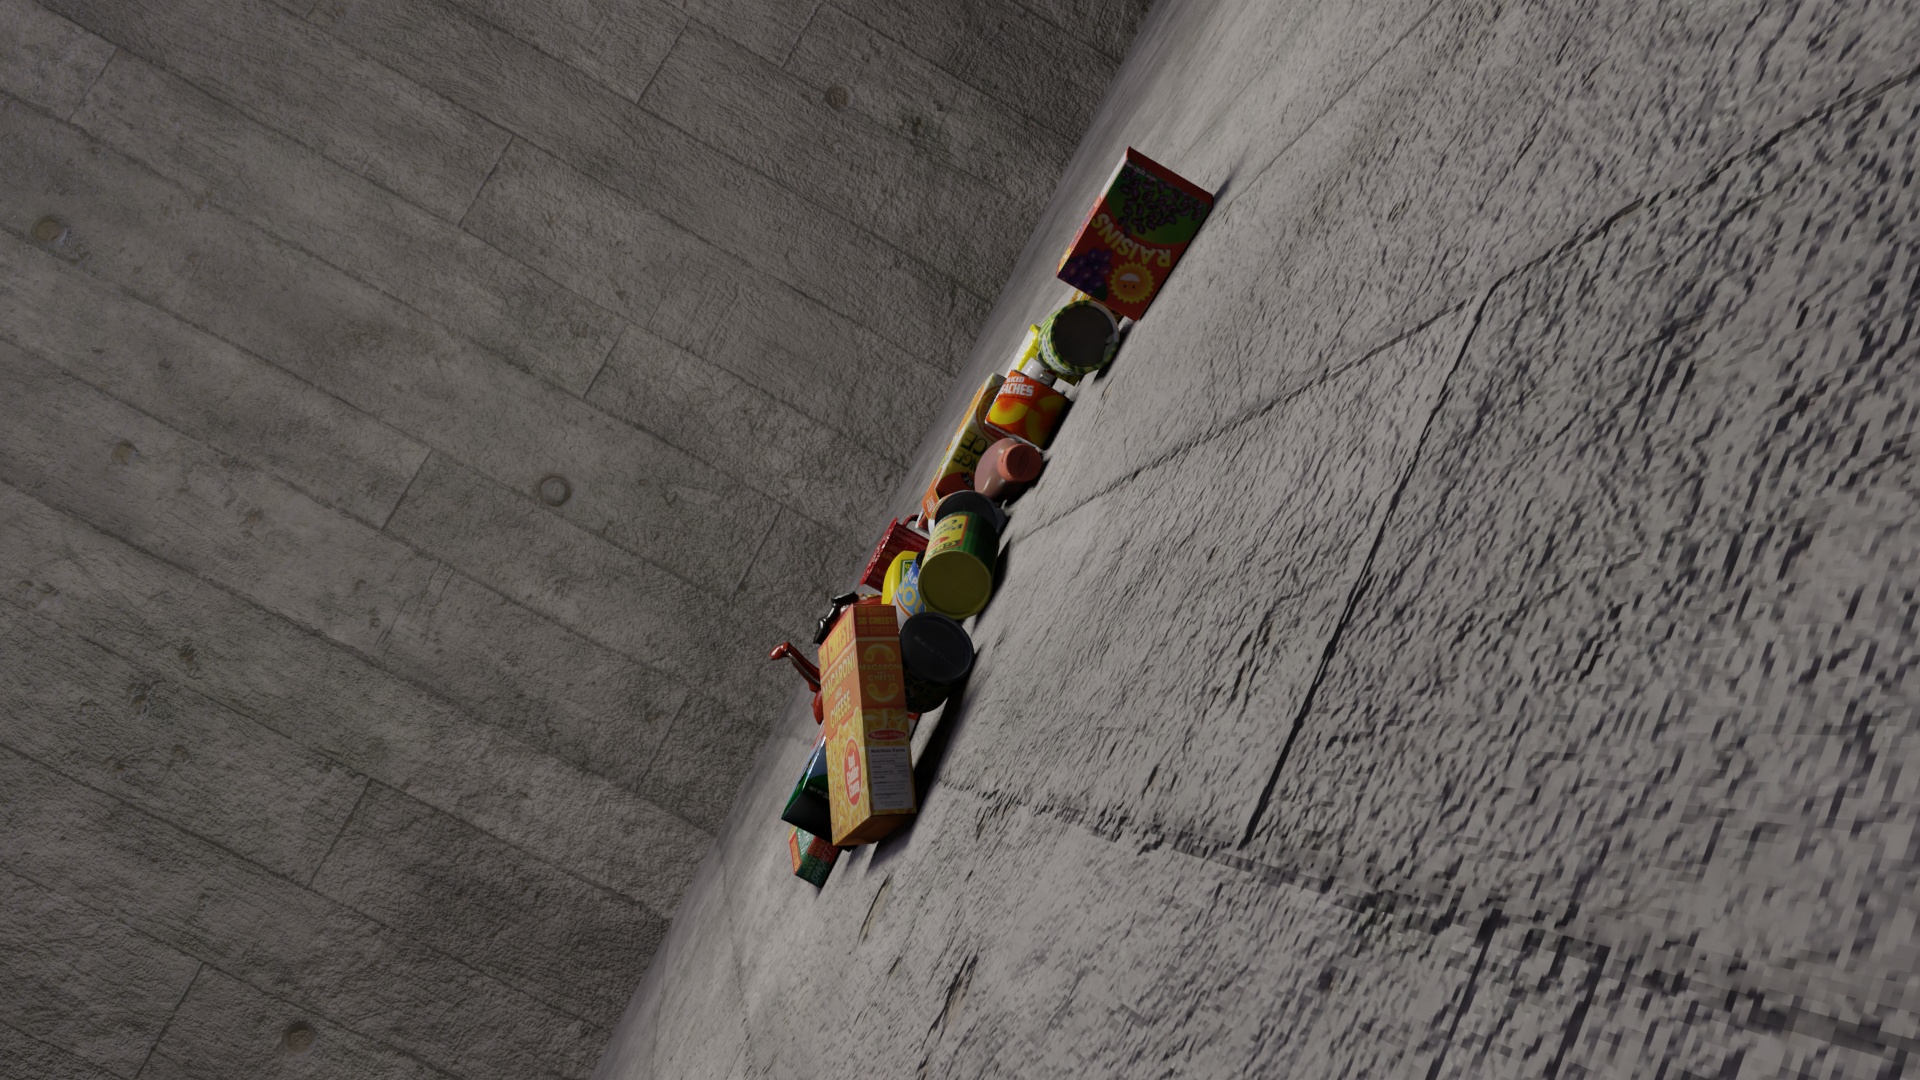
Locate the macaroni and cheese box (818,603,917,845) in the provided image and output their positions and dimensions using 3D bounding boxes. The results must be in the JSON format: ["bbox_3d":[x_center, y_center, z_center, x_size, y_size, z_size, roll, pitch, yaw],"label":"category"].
[{"bbox_3d":[-0.076,0.148,1.105,0.123,0.040,0.167,130,138,-61],"label":"macaroni and cheese box"}]

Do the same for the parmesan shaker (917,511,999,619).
[{"bbox_3d":[-0.002,0.023,1.262,0.071,0.071,0.103,-59,7,21],"label":"parmesan shaker"}]

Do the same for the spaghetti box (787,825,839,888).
[{"bbox_3d":[-0.150,0.303,1.413,0.050,0.029,0.250,-63,6,-7],"label":"spaghetti box"}]

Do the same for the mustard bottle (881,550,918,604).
[{"bbox_3d":[-0.055,0.072,1.522,0.161,0.065,0.048,-84,17,-59],"label":"mustard bottle"}]

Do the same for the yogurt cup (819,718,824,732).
[{"bbox_3d":[-0.101,0.188,1.370,0.072,0.072,0.054,-61,-2,10],"label":"yogurt cup"}]

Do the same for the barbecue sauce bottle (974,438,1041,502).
[{"bbox_3d":[0.048,-0.072,1.380,0.148,0.044,0.065,172,120,-82],"label":"barbecue sauce bottle"}]

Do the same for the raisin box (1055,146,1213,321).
[{"bbox_3d":[0.149,-0.264,1.201,0.122,0.086,0.040,-58,9,31],"label":"raisin box"}]

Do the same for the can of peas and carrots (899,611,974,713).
[{"bbox_3d":[-0.030,0.103,1.145,0.058,0.071,0.071,-56,8,49],"label":"can of peas and carrots"}]

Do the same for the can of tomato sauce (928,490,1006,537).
[{"bbox_3d":[0.005,-0.017,1.395,0.071,0.071,0.083,-62,6,-2],"label":"can of tomato sauce"}]

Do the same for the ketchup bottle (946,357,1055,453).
[{"bbox_3d":[0.051,-0.140,1.593,0.148,0.064,0.044,-52,29,8],"label":"ketchup bottle"}]

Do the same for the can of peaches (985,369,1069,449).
[{"bbox_3d":[0.064,-0.130,1.377,0.058,0.071,0.071,-62,6,3],"label":"can of peaches"}]

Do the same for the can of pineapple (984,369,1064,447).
[{"bbox_3d":[0.066,-0.140,1.457,0.071,0.058,0.071,-60,6,11],"label":"can of pineapple"}]

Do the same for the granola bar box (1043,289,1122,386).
[{"bbox_3d":[0.146,-0.250,1.382,0.164,0.039,0.125,-57,8,38],"label":"granola bar box"}]

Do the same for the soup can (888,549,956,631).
[{"bbox_3d":[-0.033,0.061,1.336,0.083,0.071,0.072,-59,7,27],"label":"soup can"}]

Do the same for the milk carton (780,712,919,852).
[{"bbox_3d":[-0.088,0.177,1.265,0.073,0.072,0.191,-55,9,51],"label":"milk carton"}]

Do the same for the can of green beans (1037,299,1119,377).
[{"bbox_3d":[0.109,-0.185,1.276,0.071,0.071,0.058,-62,7,-1],"label":"can of green beans"}]

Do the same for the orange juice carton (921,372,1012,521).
[{"bbox_3d":[0.019,-0.078,1.507,0.193,0.073,0.071,-64,7,-16],"label":"orange juice carton"}]

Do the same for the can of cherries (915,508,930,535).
[{"bbox_3d":[-0.011,-0.033,1.621,0.071,0.058,0.071,-61,6,11],"label":"can of cherries"}]
